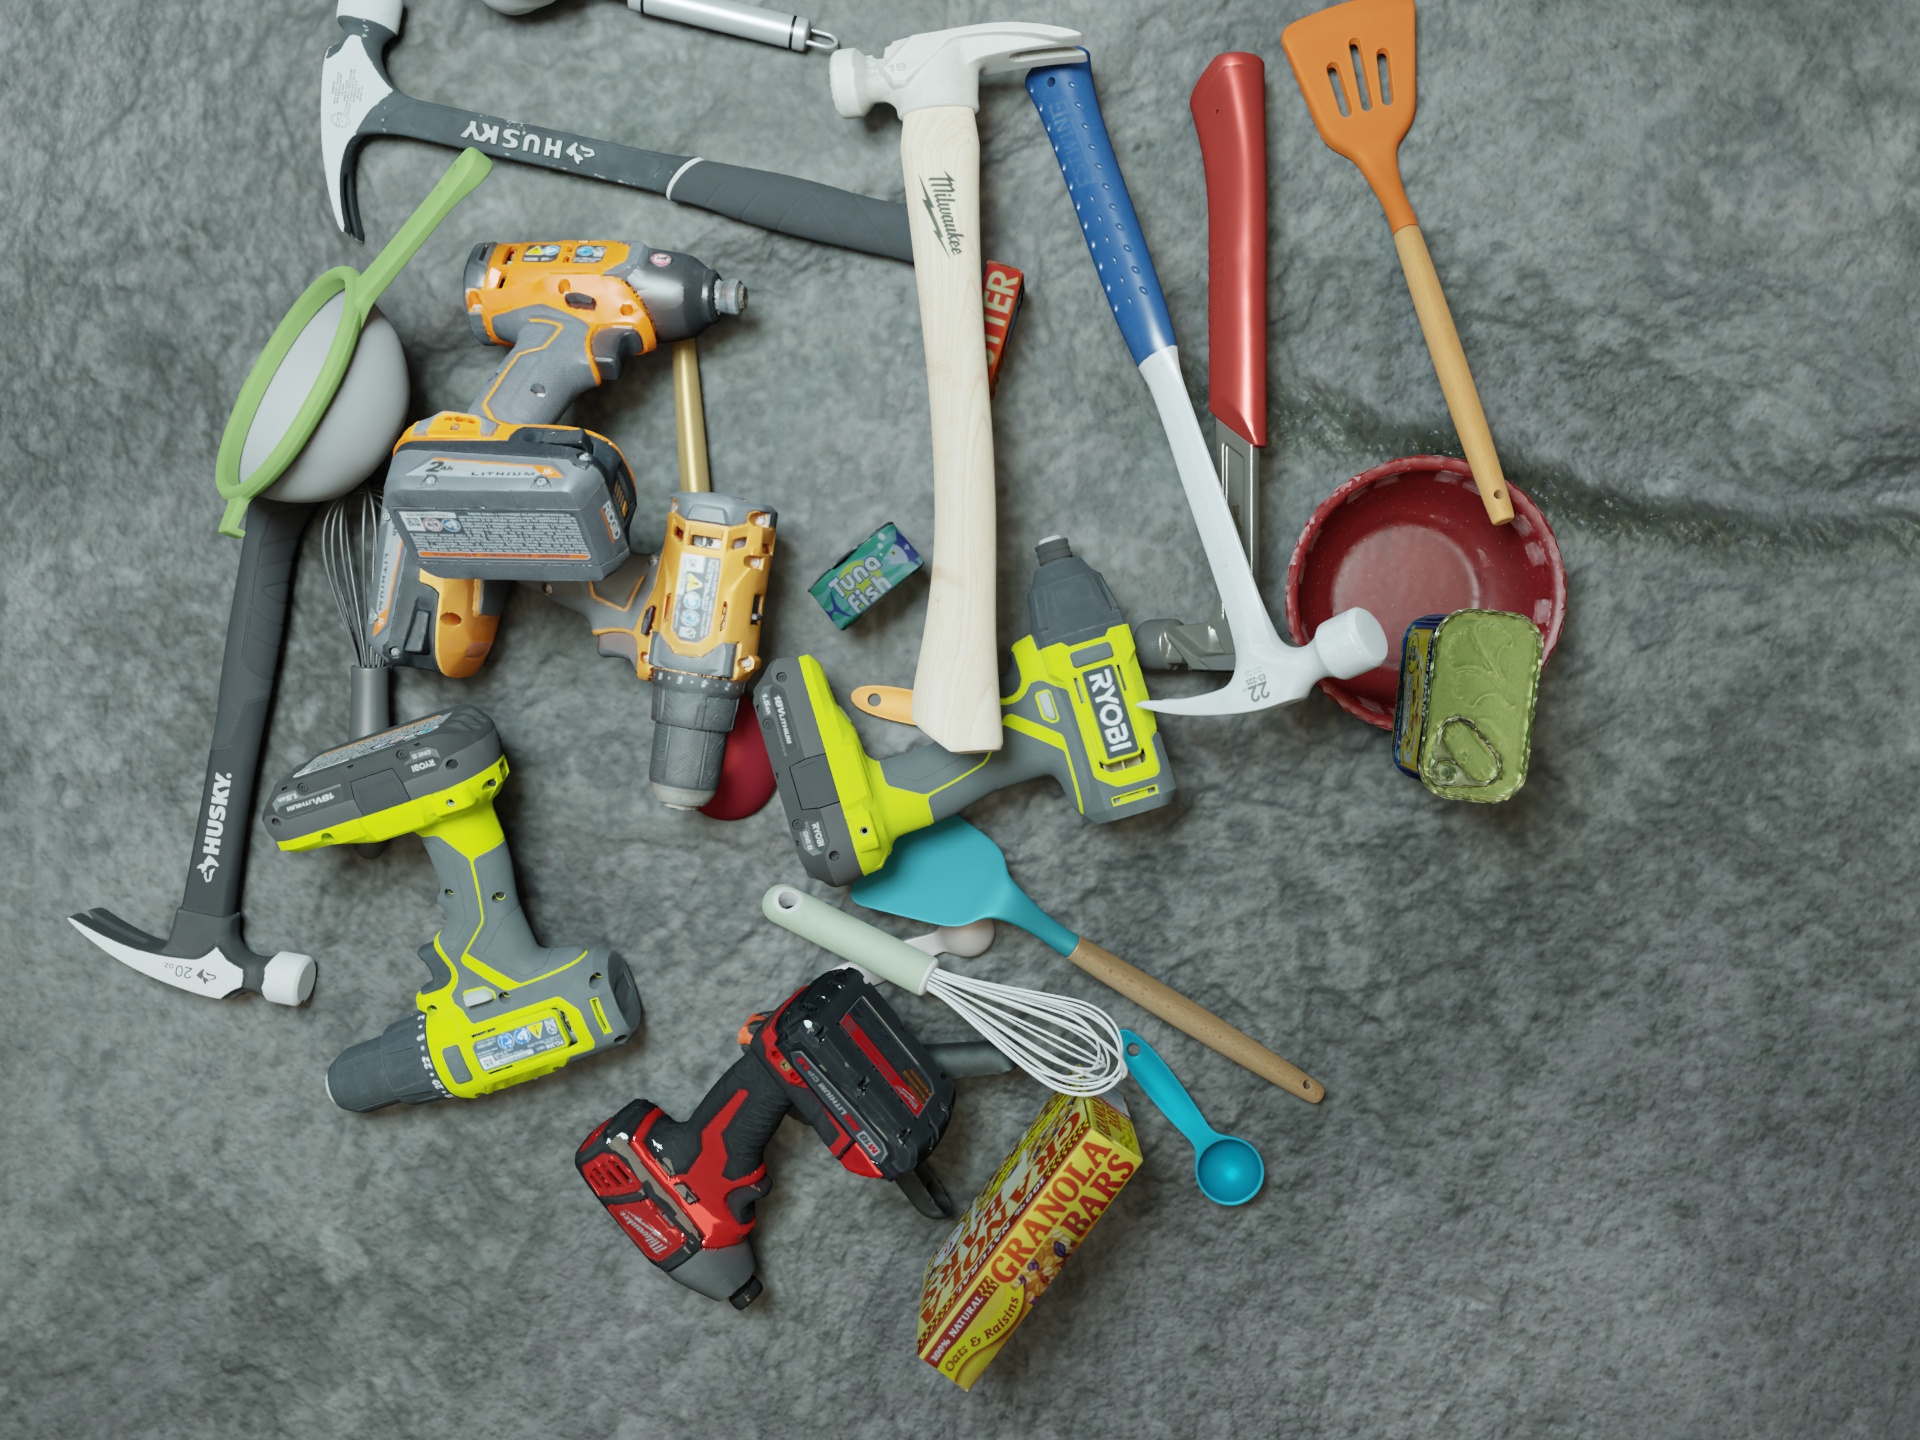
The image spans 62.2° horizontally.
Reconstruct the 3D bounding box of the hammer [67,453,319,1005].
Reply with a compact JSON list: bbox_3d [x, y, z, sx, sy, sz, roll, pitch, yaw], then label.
[{"bbox_3d":[-0.452,0.002,0.985,0.146,0.035,0.335,11,94,1],"label":"hammer"}]

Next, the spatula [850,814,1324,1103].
[{"bbox_3d":[0.087,0.151,0.975,0.317,0.044,0.082,32,68,-7],"label":"spatula"}]

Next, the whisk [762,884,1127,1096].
[{"bbox_3d":[-0.012,0.158,0.957,0.246,0.059,0.058,24,58,14],"label":"whisk"}]

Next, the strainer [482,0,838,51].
[{"bbox_3d":[-0.200,-0.432,0.948,0.258,0.050,0.087,12,50,-4],"label":"strainer"}]

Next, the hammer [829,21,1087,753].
[{"bbox_3d":[0.008,-0.187,0.895,0.146,0.038,0.411,-4,85,11],"label":"hammer"}]

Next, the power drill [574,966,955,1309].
[{"bbox_3d":[-0.116,0.257,0.946,0.219,0.078,0.143,-38,92,23],"label":"power drill"}]

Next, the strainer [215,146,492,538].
[{"bbox_3d":[-0.328,-0.214,0.906,0.256,0.152,0.069,-40,133,22],"label":"strainer"}]

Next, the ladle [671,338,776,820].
[{"bbox_3d":[-0.157,-0.094,0.974,0.069,0.031,0.315,-5,92,2],"label":"ladle"}]

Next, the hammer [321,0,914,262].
[{"bbox_3d":[-0.186,-0.325,0.956,0.409,0.036,0.149,13,95,1],"label":"hammer"}]

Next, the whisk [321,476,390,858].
[{"bbox_3d":[-0.365,-0.032,0.976,0.055,0.055,0.239,3,98,2],"label":"whisk"}]

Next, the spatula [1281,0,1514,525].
[{"bbox_3d":[0.266,-0.266,0.920,0.081,0.041,0.323,-15,77,3],"label":"spatula"}]

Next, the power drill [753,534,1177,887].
[{"bbox_3d":[-0.001,-0.003,0.939,0.223,0.080,0.171,-17,86,-4],"label":"power drill"}]

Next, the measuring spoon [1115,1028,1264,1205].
[{"bbox_3d":[0.140,0.243,0.991,0.042,0.021,0.129,-39,82,4],"label":"measuring spoon"}]

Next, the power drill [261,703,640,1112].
[{"bbox_3d":[-0.320,0.123,0.954,0.190,0.080,0.228,-18,105,2],"label":"power drill"}]

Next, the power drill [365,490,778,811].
[{"bbox_3d":[-0.228,-0.052,0.940,0.226,0.084,0.185,9,94,8],"label":"power drill"}]

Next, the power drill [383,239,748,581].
[{"bbox_3d":[-0.214,-0.185,0.888,0.164,0.084,0.227,1,53,6],"label":"power drill"}]

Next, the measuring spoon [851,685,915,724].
[{"bbox_3d":[-0.011,-0.004,0.983,0.117,0.011,0.021,11,86,5],"label":"measuring spoon"}]

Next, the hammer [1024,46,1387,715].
[{"bbox_3d":[0.111,-0.195,0.908,0.144,0.035,0.406,-26,76,39],"label":"hammer"}]

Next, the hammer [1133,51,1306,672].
[{"bbox_3d":[0.168,-0.207,0.921,0.149,0.036,0.359,-1,87,42],"label":"hammer"}]

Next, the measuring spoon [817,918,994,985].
[{"bbox_3d":[-0.037,0.148,0.987,0.124,0.018,0.034,-23,93,4],"label":"measuring spoon"}]
